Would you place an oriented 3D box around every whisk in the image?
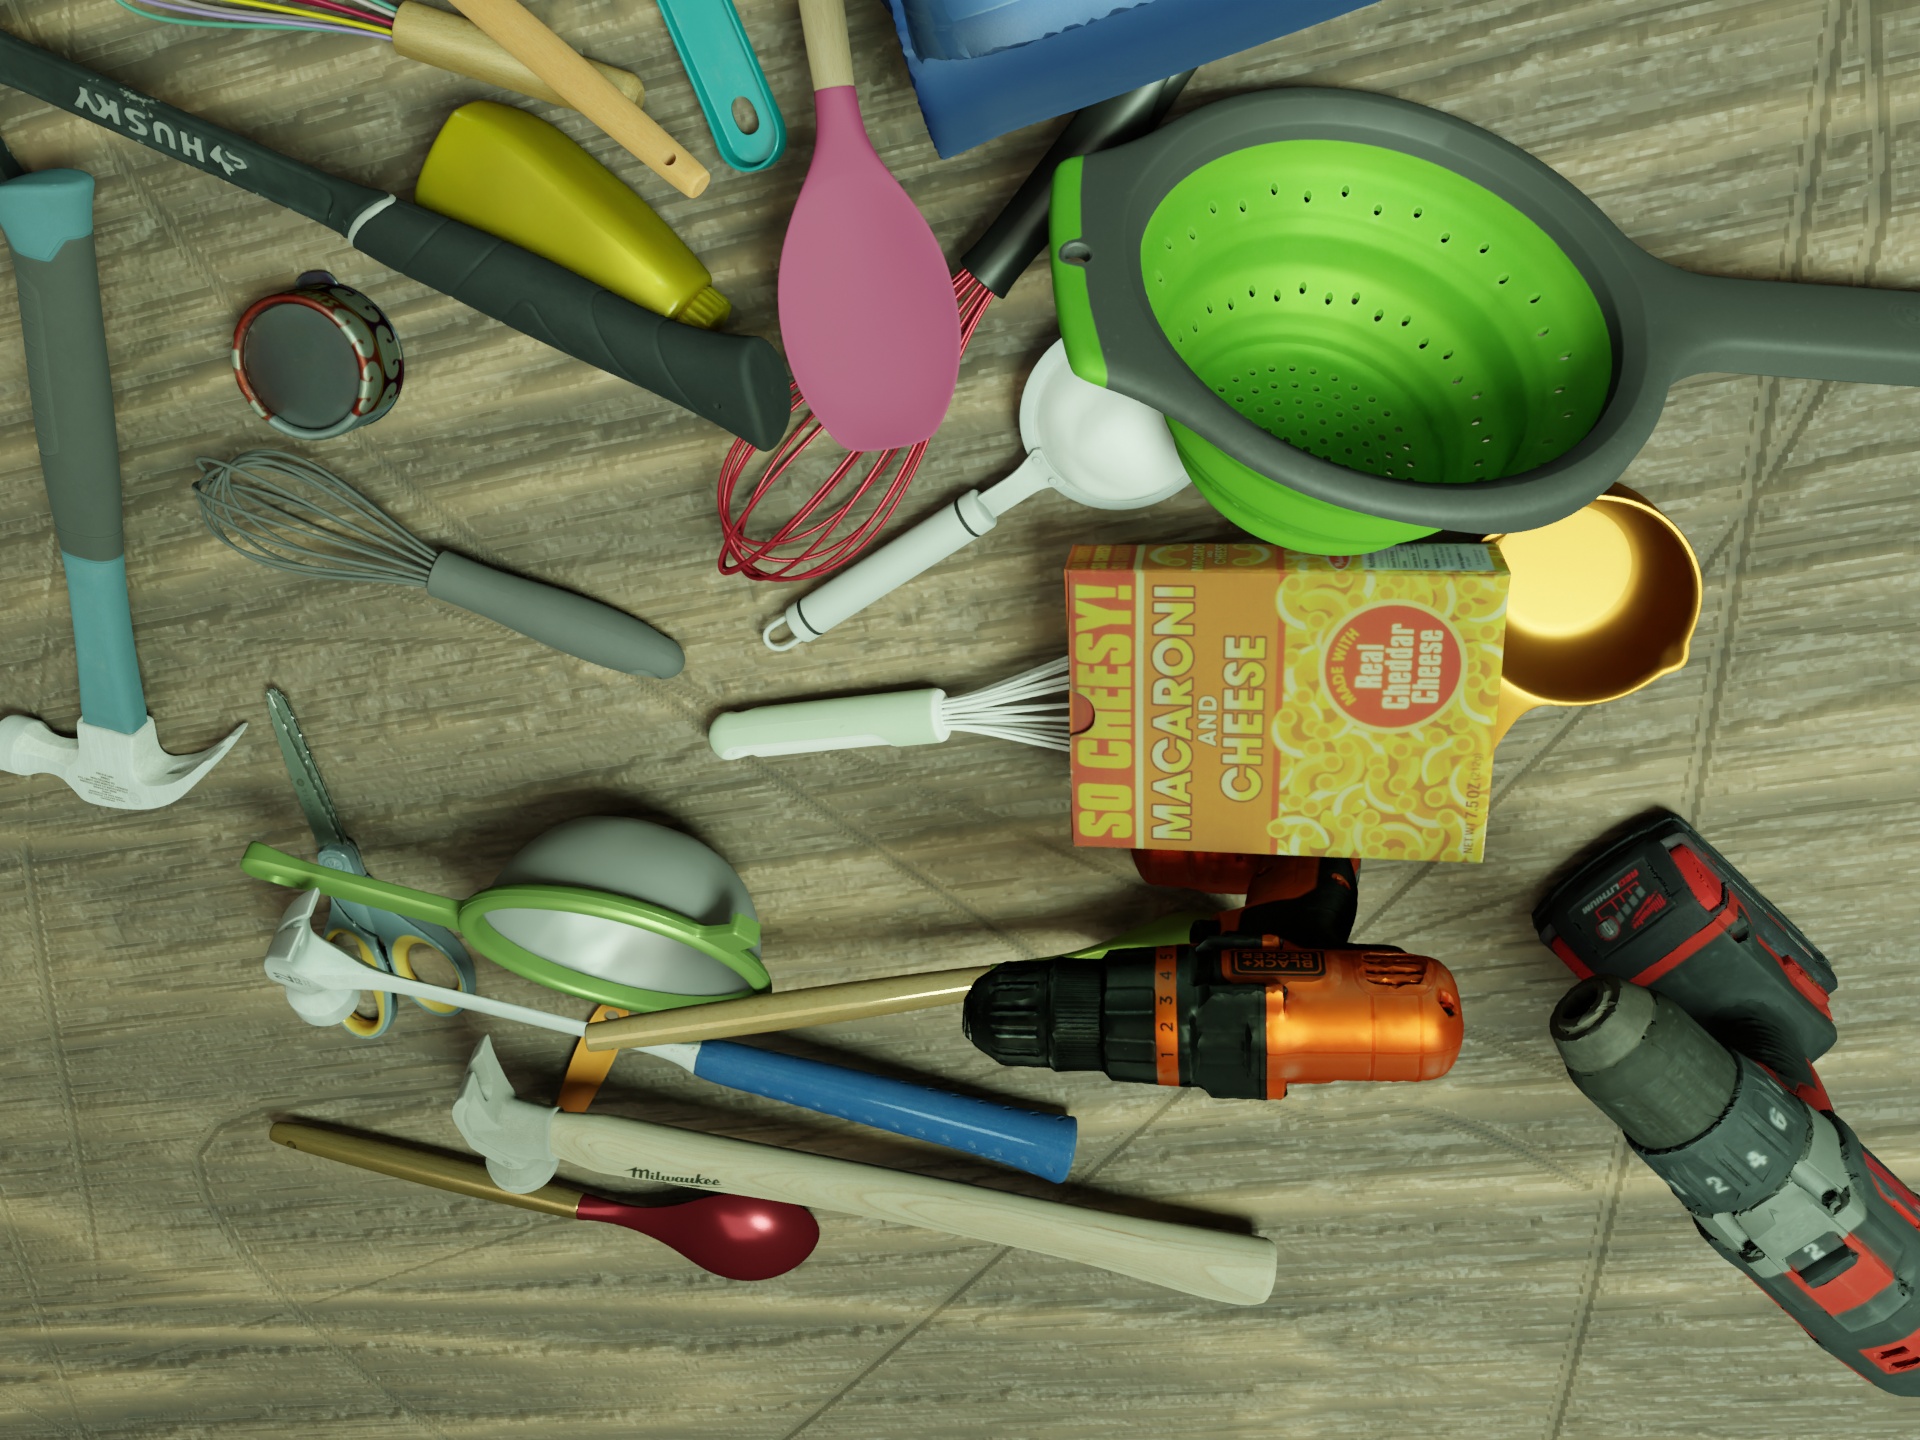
[{"bbox_3d":[-0.004,-0.163,0.643,0.073,0.073,0.295,41,109,-8],"label":"whisk"},{"bbox_3d":[-0.001,-0.002,0.719,0.246,0.057,0.059,-6,77,17],"label":"whisk"},{"bbox_3d":[-0.240,-0.070,0.734,0.239,0.055,0.055,21,115,-4],"label":"whisk"},{"bbox_3d":[-0.249,-0.285,0.645,0.245,0.047,0.051,18,114,-1],"label":"whisk"}]

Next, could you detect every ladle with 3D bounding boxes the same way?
[{"bbox_3d":[-0.010,0.135,0.727,0.320,0.078,0.062,-7,69,-4],"label":"ladle"},{"bbox_3d":[-0.234,0.261,0.880,0.315,0.031,0.069,11,124,6],"label":"ladle"}]

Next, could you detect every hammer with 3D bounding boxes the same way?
[{"bbox_3d":[-0.254,-0.204,0.639,0.409,0.036,0.149,25,139,5],"label":"hammer"},{"bbox_3d":[-0.140,0.163,0.783,0.405,0.035,0.144,15,154,-4],"label":"hammer"},{"bbox_3d":[-0.403,-0.091,0.733,0.128,0.033,0.330,16,125,2],"label":"hammer"},{"bbox_3d":[-0.046,0.232,0.793,0.410,0.038,0.146,10,147,1],"label":"hammer"}]

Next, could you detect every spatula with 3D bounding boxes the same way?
[{"bbox_3d":[-0.224,-0.311,0.614,0.322,0.041,0.081,40,95,1],"label":"spatula"}]

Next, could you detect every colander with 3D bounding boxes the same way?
[{"bbox_3d":[0.222,-0.125,0.595,0.397,0.205,0.094,2,149,-7],"label":"colander"}]

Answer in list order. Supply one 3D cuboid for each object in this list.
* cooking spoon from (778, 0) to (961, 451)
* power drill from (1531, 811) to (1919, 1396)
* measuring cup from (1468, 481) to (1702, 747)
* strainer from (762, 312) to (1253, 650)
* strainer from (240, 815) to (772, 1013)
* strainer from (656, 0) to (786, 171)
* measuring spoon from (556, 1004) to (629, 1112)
[{"bbox_3d":[-0.050,-0.259,0.584,0.069,0.017,0.318,-7,105,4],"label":"cooking spoon"},{"bbox_3d":[0.288,0.124,0.616,0.188,0.227,0.080,41,114,-9],"label":"power drill"},{"bbox_3d":[0.228,-0.023,0.663,0.095,0.052,0.173,30,117,-3],"label":"measuring cup"},{"bbox_3d":[0.014,-0.091,0.682,0.258,0.050,0.086,-30,119,24],"label":"strainer"},{"bbox_3d":[-0.208,0.075,0.762,0.256,0.069,0.151,14,153,-1],"label":"strainer"},{"bbox_3d":[-0.152,-0.360,0.565,0.211,0.095,0.340,-19,107,17],"label":"strainer"},{"bbox_3d":[-0.203,0.192,0.859,0.021,0.011,0.117,23,112,-11],"label":"measuring spoon"}]
